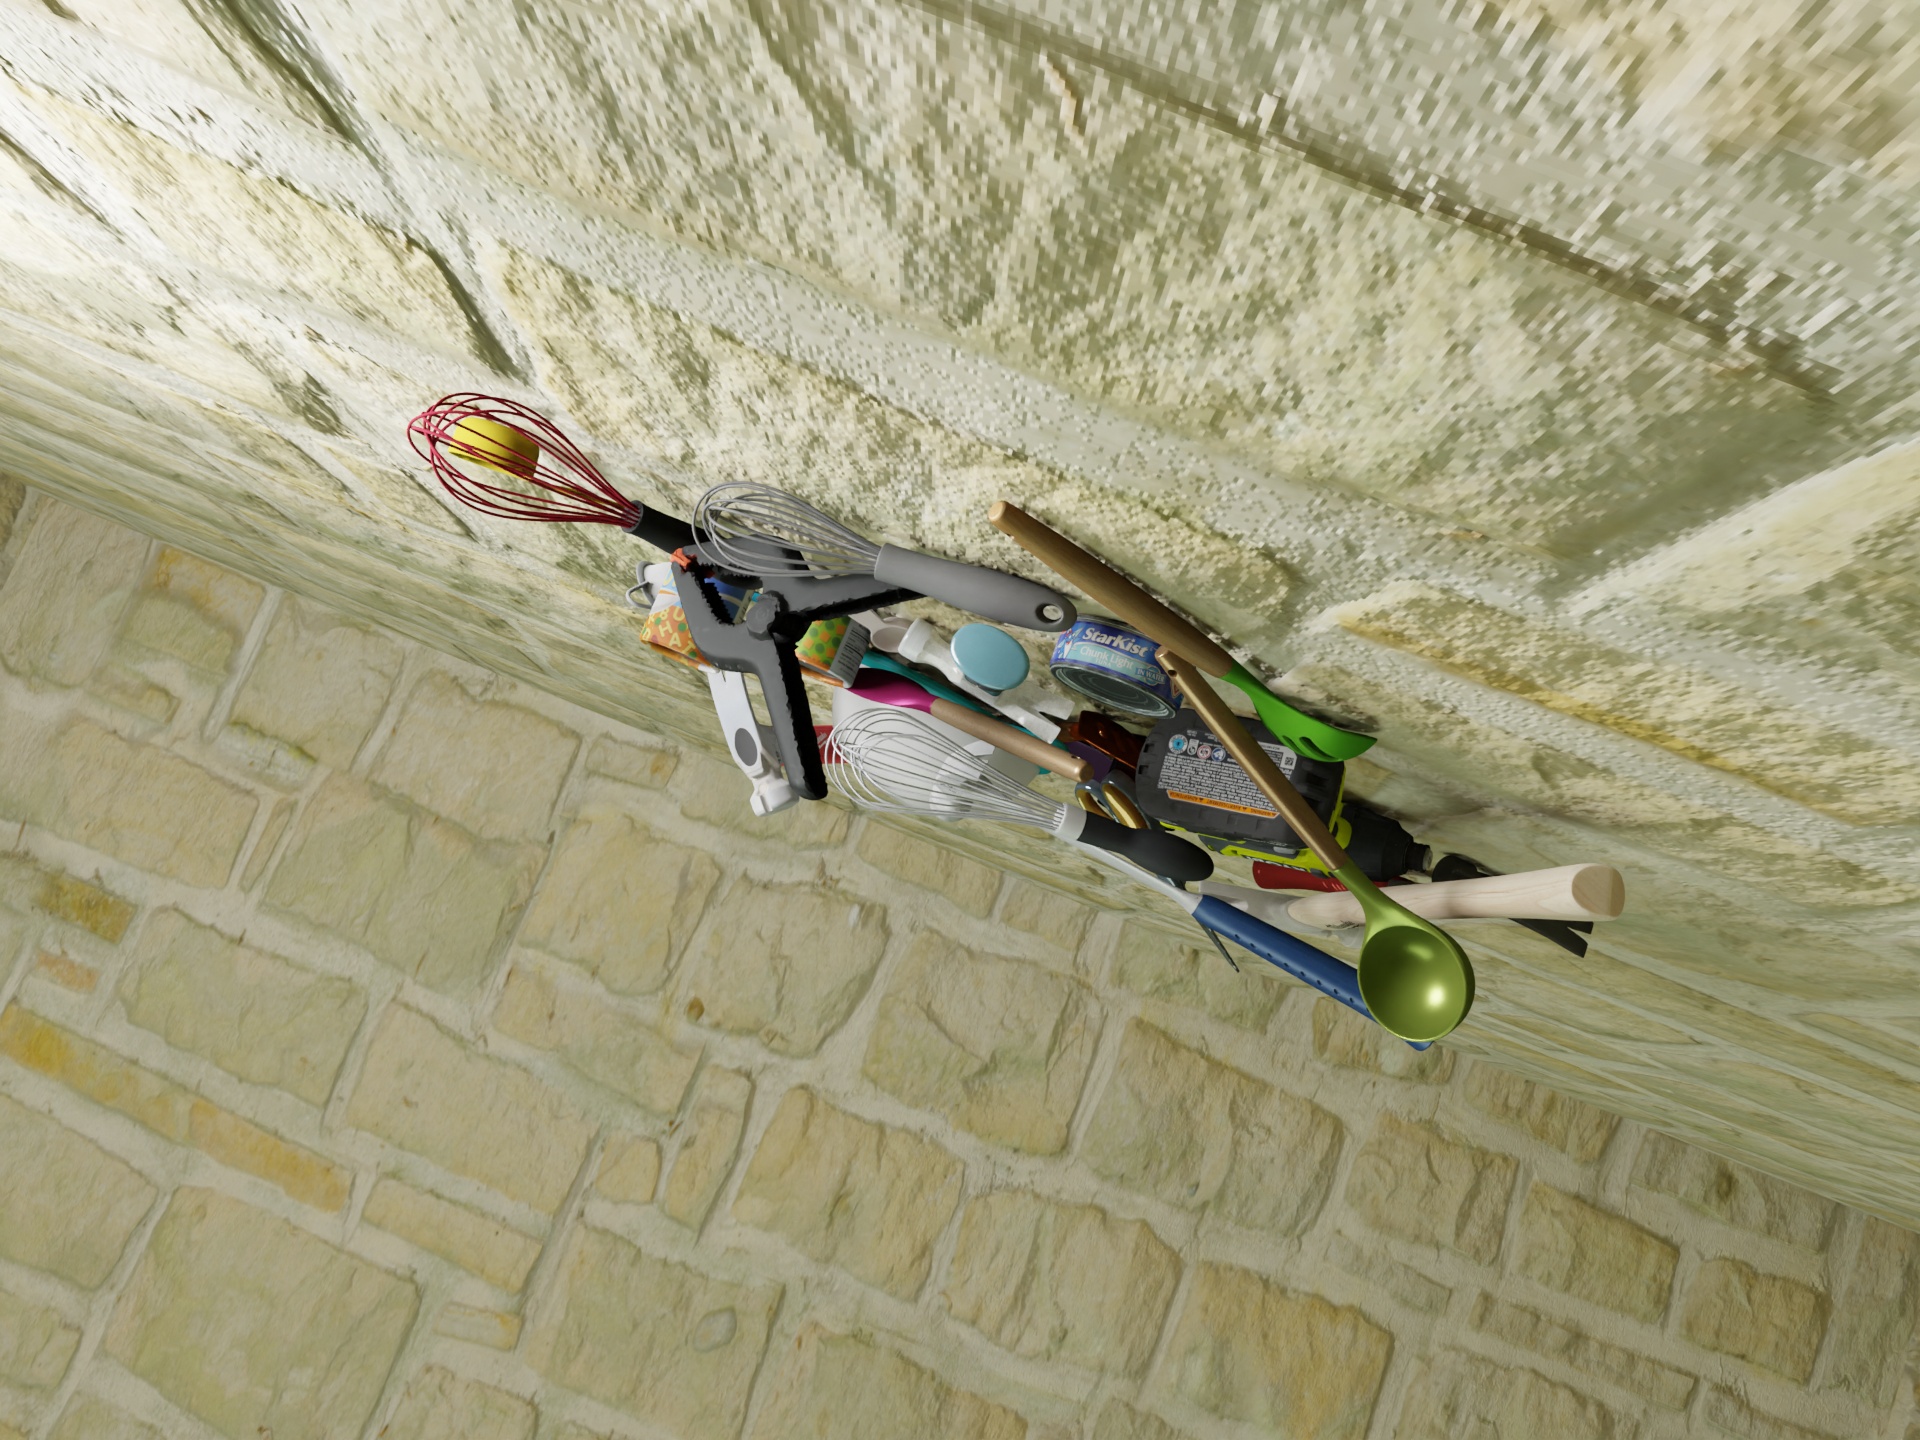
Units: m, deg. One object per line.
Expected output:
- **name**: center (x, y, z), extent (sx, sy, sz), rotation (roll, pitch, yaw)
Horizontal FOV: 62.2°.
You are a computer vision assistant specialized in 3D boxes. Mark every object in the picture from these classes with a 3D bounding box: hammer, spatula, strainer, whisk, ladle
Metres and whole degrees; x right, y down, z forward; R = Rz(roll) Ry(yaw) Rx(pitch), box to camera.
- **hammer**: center (0.016, -0.031, 0.988), extent (0.128, 0.033, 0.331), rotation (31, 180, 0)
- **hammer**: center (0.302, 0.125, 1.097), extent (0.146, 0.038, 0.410), rotation (10, 169, -12)
- **hammer**: center (0.163, 0.129, 1.160), extent (0.405, 0.035, 0.144), rotation (28, 161, 3)
- **spatula**: center (0.083, 0.017, 1.293), extent (0.081, 0.041, 0.322), rotation (28, 171, -14)
- **strainer**: center (-0.207, -0.090, 1.343), extent (0.087, 0.050, 0.258), rotation (57, -173, 14)
- **spatula**: center (0.136, 0.060, 1.496), extent (0.060, 0.018, 0.315), rotation (24, 171, 16)
- **whisk**: center (-0.232, -0.142, 1.050), extent (0.073, 0.073, 0.295), rotation (14, 174, 42)
- **ladle**: center (0.213, 0.078, 0.974), extent (0.078, 0.062, 0.320), rotation (-21, 119, 45)
- **whisk**: center (-0.046, -0.091, 0.940), extent (0.239, 0.055, 0.055), rotation (17, 171, 9)
- **hammer**: center (0.376, 0.149, 1.398), extent (0.149, 0.037, 0.359), rotation (25, 170, -19)
- **whisk**: center (0.045, 0.057, 1.073), extent (0.284, 0.070, 0.070), rotation (19, 172, -13)
- **strainer**: center (-0.009, 0.033, 1.301), extent (0.210, 0.095, 0.340), rotation (32, 174, -22)
- **hammer**: center (-0.106, 0.007, 1.454), extent (0.038, 0.143, 0.386), rotation (-23, 171, 20)

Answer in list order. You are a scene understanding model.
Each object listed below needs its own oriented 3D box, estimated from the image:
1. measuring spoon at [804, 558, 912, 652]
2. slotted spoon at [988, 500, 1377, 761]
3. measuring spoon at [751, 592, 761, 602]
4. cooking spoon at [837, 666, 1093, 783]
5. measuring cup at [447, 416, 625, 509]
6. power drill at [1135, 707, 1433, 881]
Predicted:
- **measuring spoon**: center (-0.075, -0.086, 1.138), extent (0.034, 0.018, 0.124), rotation (-20, 140, 31)
- **slotted spoon**: center (0.128, -0.041, 0.882), extent (0.313, 0.031, 0.070), rotation (30, 173, -35)
- **measuring spoon**: center (-0.139, -0.081, 1.287), extent (0.128, 0.021, 0.042), rotation (20, 171, 13)
- **cooking spoon**: center (-0.002, -0.004, 1.125), extent (0.068, 0.017, 0.319), rotation (-1, -166, -31)
- **measuring cup**: center (-0.282, -0.175, 1.094), extent (0.062, 0.029, 0.156), rotation (17, -178, 31)
- **power drill**: center (0.229, 0.064, 1.121), extent (0.171, 0.080, 0.223), rotation (11, 170, 30)
